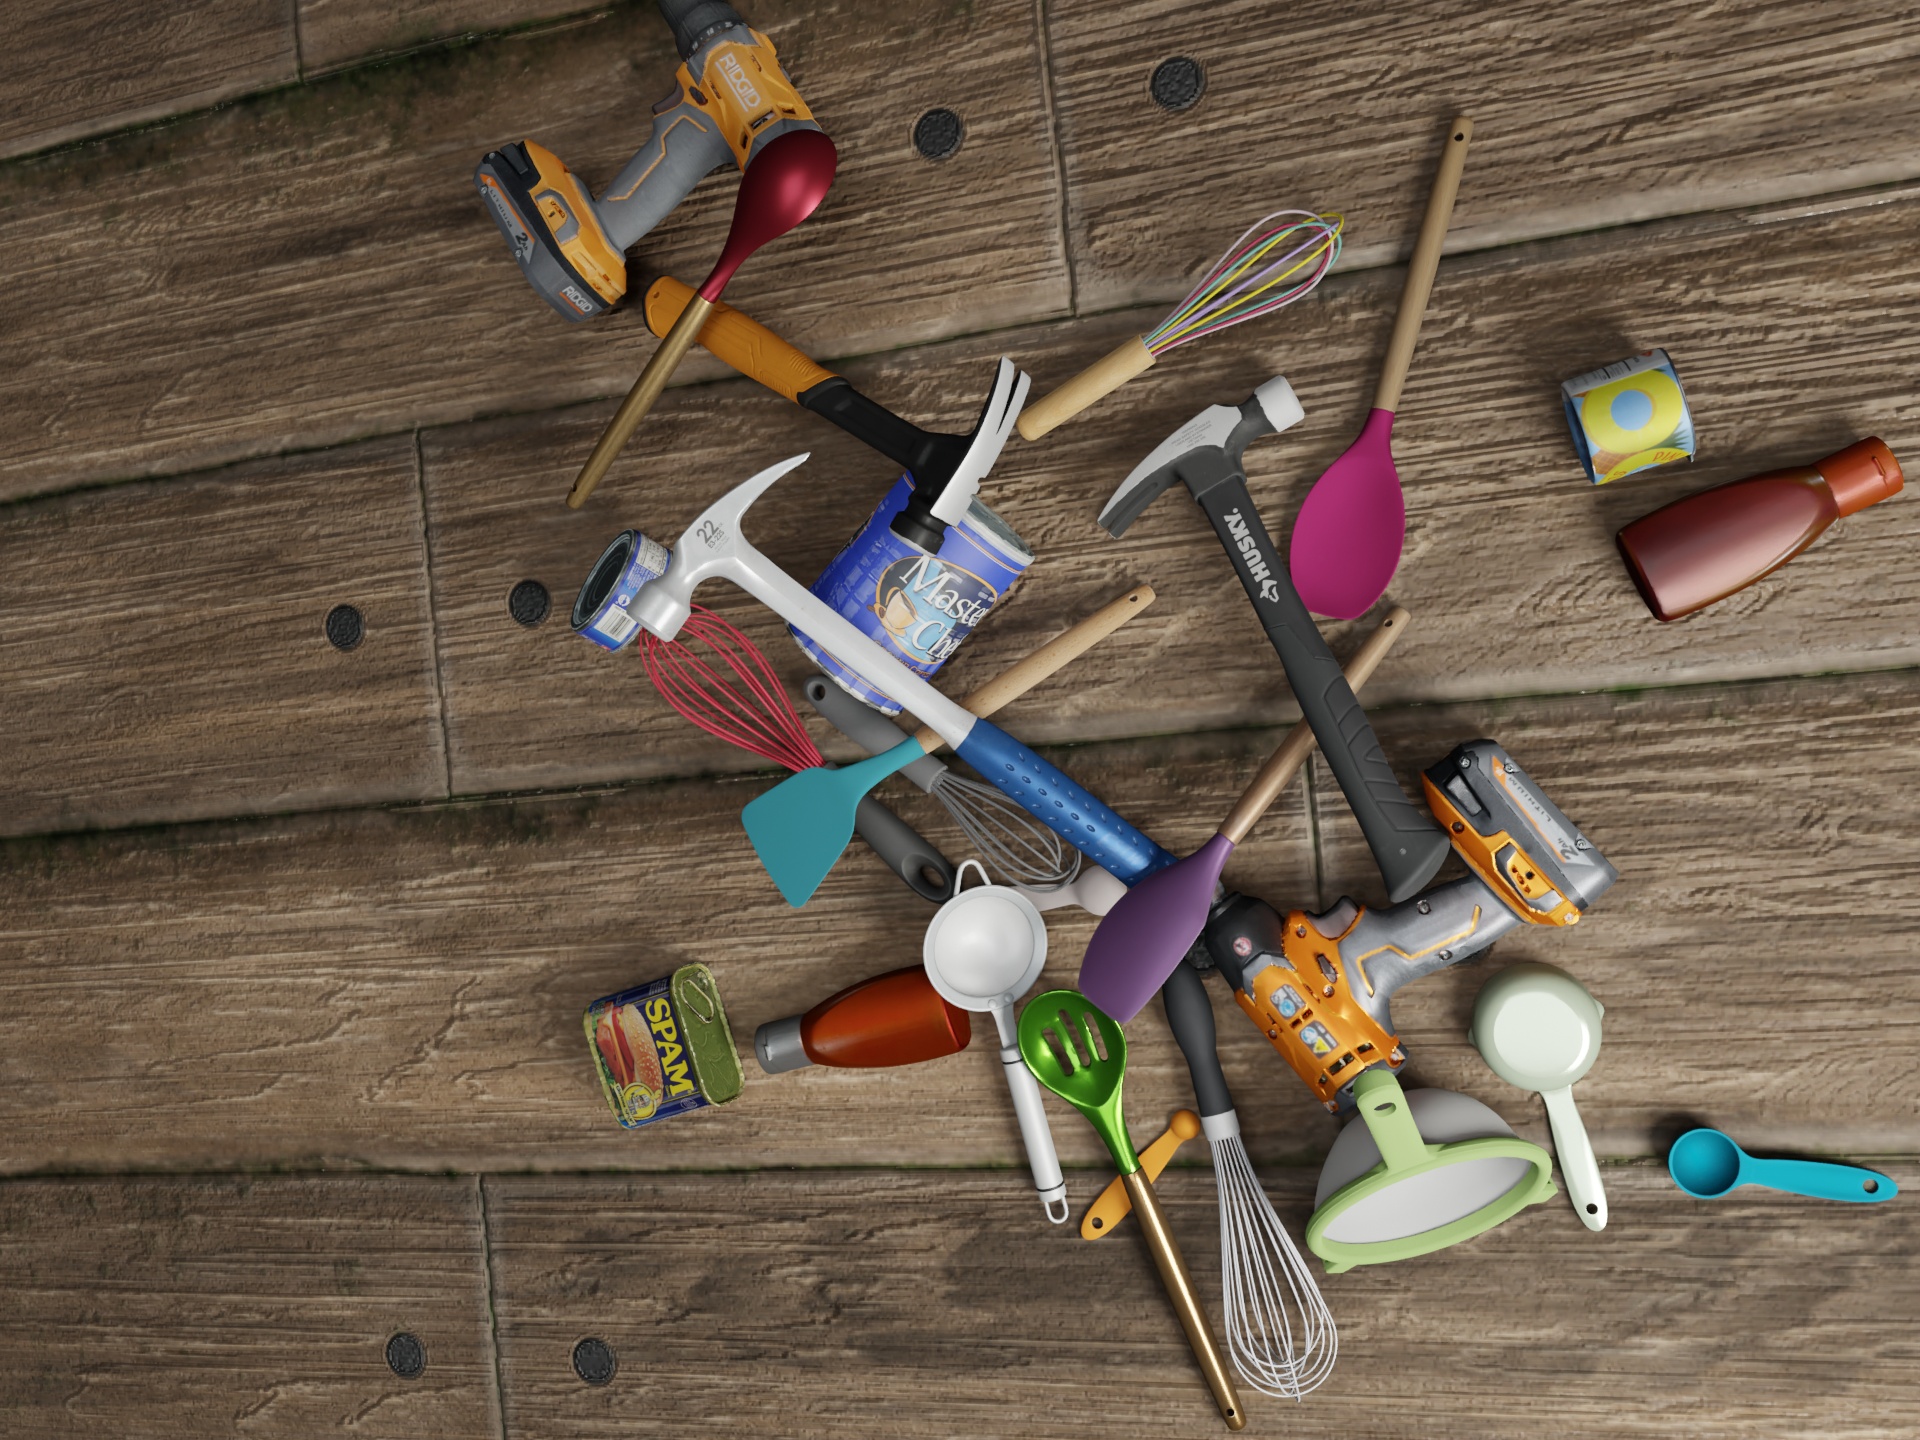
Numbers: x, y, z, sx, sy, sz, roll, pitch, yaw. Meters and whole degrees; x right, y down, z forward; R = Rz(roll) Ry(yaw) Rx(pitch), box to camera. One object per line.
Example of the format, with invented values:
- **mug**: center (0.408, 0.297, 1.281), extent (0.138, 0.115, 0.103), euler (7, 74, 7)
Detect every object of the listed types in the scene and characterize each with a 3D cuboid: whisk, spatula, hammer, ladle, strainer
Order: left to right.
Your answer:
- **ladle**: center (-0.187, -0.268, 1.083), extent (0.315, 0.031, 0.069), euler (-51, 59, 22)
- **whisk**: center (-0.112, 0.024, 1.109), extent (0.296, 0.073, 0.073), euler (42, 102, 6)
- **hammer**: center (-0.101, -0.233, 1.054), extent (0.337, 0.034, 0.127), euler (35, 98, 34)
- **whisk**: center (-0.016, 0.037, 1.083), extent (0.239, 0.055, 0.055), euler (36, 101, 18)
- **spatula**: center (-0.004, 0.003, 1.058), extent (0.317, 0.044, 0.082), euler (-33, 67, -2)
- **hammer**: center (-0.002, -0.003, 0.996), extent (0.405, 0.035, 0.144), euler (37, 87, -12)
- **strainer**: center (0.032, 0.216, 1.071), extent (0.087, 0.050, 0.258), euler (-16, 93, -14)
- **whisk**: center (0.141, -0.256, 1.037), extent (0.245, 0.051, 0.047), euler (-31, 61, 19)
- **whisk**: center (0.176, 0.292, 1.025), extent (0.070, 0.070, 0.285), euler (-18, 80, 17)
- **spatula**: center (0.180, 0.053, 0.997), extent (0.060, 0.018, 0.316), euler (37, 86, 35)
- **hammer**: center (0.202, -0.044, 0.973), extent (0.146, 0.035, 0.335), euler (-29, 66, 18)
- **strainer**: center (0.253, 0.238, 0.924), extent (0.151, 0.256, 0.069), euler (-23, 49, 9)

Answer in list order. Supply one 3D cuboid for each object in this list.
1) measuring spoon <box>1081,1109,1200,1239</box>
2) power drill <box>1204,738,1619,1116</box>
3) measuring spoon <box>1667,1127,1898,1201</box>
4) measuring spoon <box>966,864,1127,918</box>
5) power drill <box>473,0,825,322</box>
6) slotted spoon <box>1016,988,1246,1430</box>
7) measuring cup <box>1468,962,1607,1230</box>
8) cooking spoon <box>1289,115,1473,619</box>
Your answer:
- **measuring spoon**: center (0.118, 0.305, 1.061), extent (0.021, 0.011, 0.117), euler (41, 102, 13)
- **power drill**: center (0.262, 0.112, 0.975), extent (0.226, 0.084, 0.164), euler (-43, 79, 13)
- **measuring spoon**: center (0.487, 0.268, 0.948), extent (0.128, 0.021, 0.042), euler (7, 92, 8)
- **measuring spoon**: center (0.051, 0.121, 1.077), extent (0.124, 0.018, 0.034), euler (-9, 88, 18)
- **power drill**: center (-0.226, -0.410, 1.118), extent (0.226, 0.084, 0.185), euler (-32, 74, 6)
- **slotted spoon**: center (0.120, 0.319, 1.045), extent (0.070, 0.031, 0.314), euler (-23, 89, 14)
- **measuring cup**: center (0.365, 0.232, 0.969), extent (0.083, 0.038, 0.167), euler (-17, 84, 17)
- **cooking spoon**: center (0.274, -0.220, 1.003), extent (0.069, 0.017, 0.319), euler (16, 96, 16)
